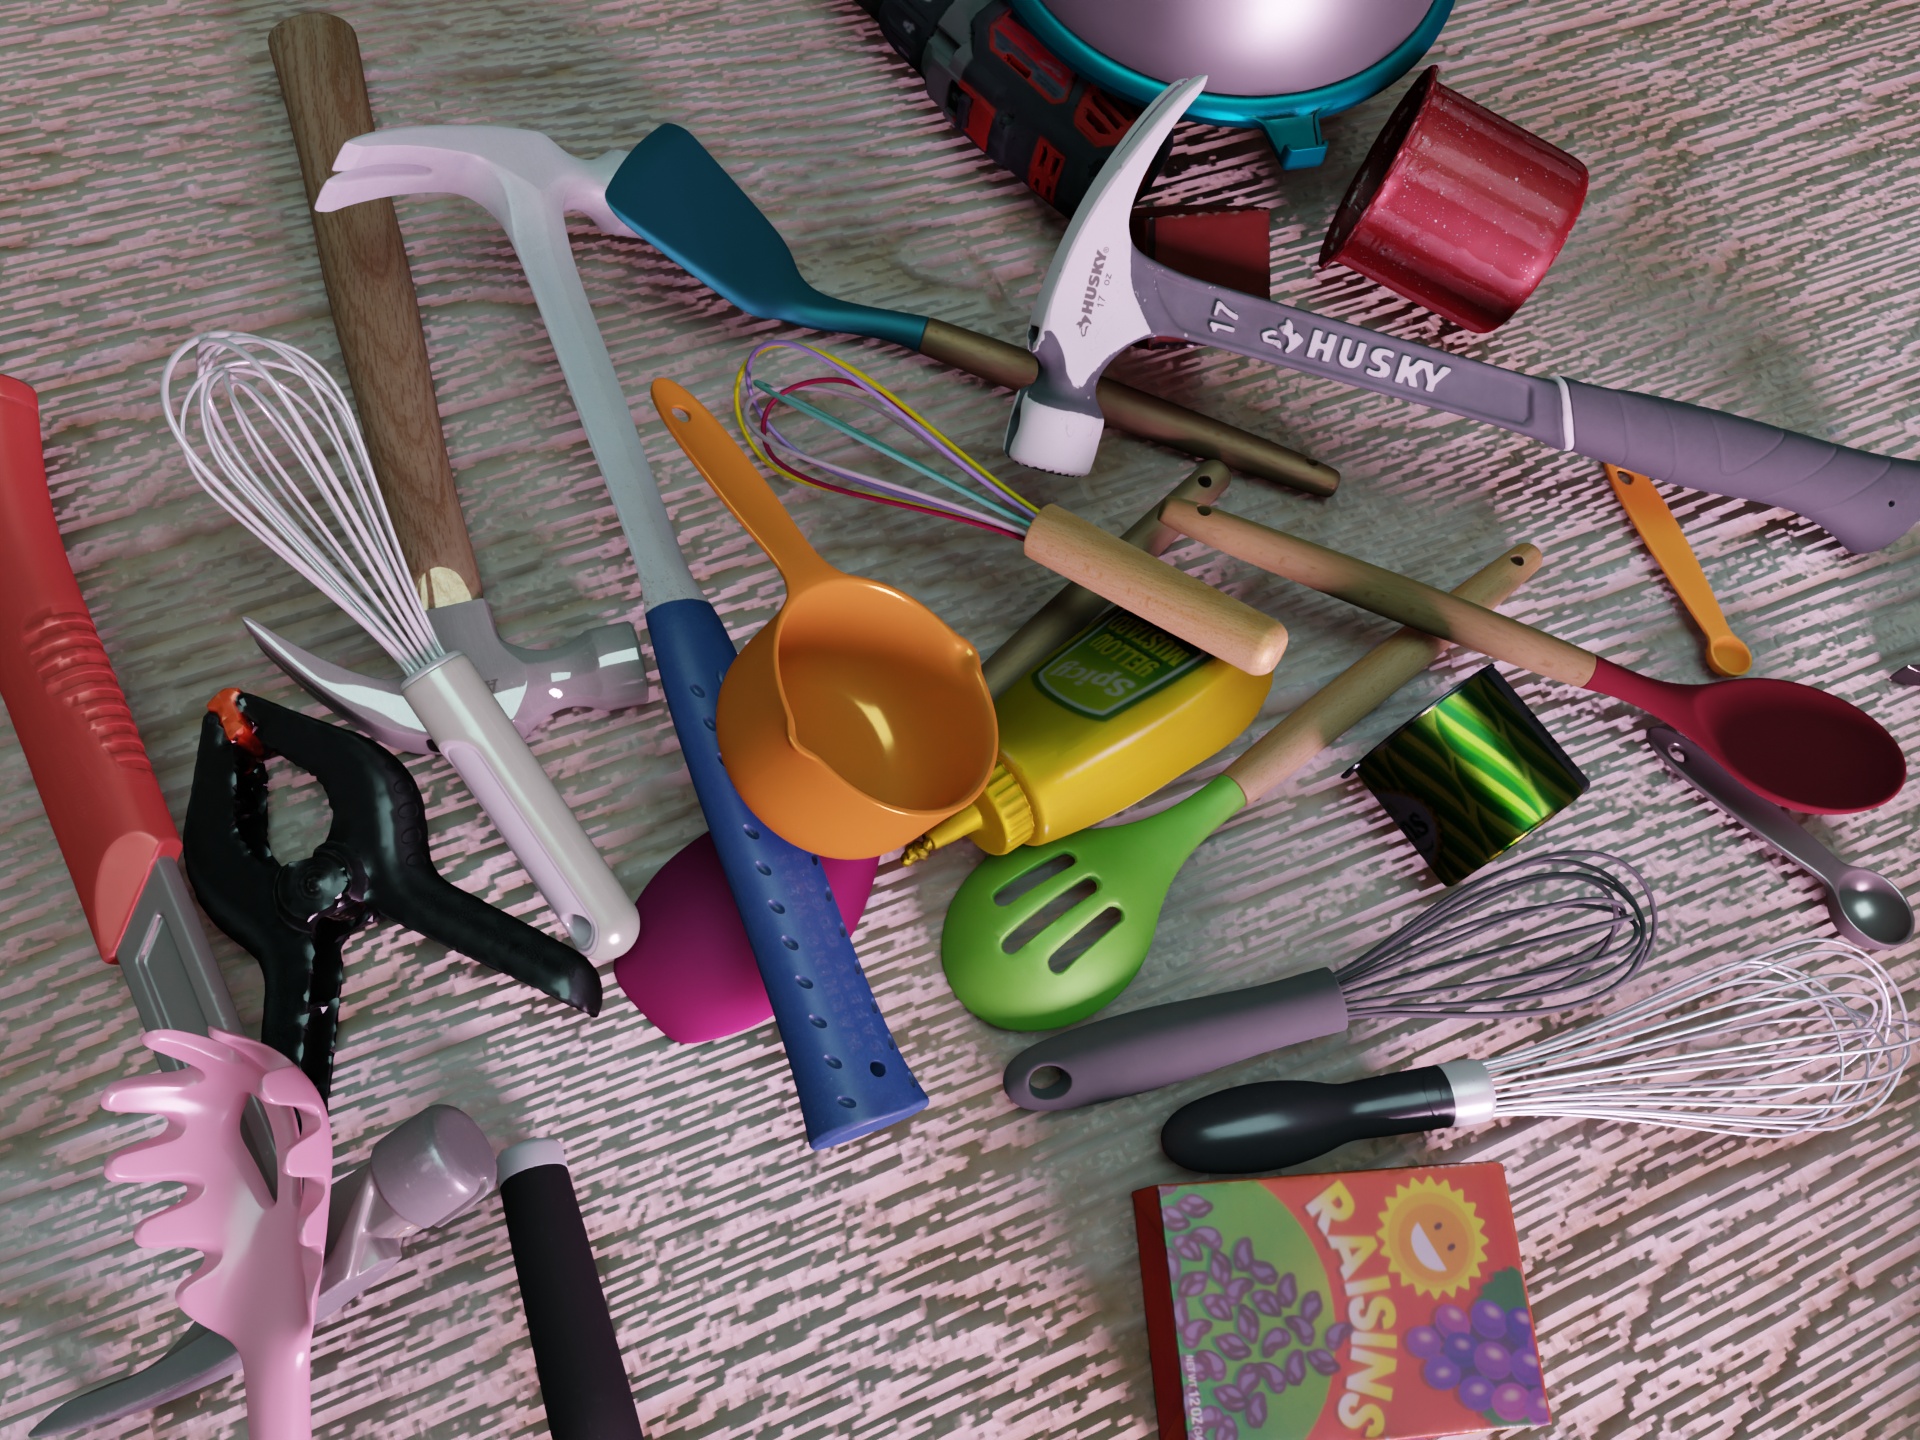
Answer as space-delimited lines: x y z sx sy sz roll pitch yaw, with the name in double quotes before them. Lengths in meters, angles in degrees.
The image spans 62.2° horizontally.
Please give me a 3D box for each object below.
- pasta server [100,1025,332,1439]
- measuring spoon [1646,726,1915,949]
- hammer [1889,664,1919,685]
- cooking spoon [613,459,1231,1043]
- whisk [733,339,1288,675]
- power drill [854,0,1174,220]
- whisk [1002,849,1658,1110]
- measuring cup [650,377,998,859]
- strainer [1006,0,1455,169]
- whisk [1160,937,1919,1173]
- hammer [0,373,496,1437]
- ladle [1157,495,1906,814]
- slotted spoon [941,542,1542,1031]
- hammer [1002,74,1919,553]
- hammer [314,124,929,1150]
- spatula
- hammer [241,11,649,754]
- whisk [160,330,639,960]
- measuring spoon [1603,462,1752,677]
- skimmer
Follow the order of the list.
"pasta server" -0.183 0.238 0.422 0.060 0.040 0.316 -7 86 18
"measuring spoon" 0.326 0.047 0.642 0.124 0.018 0.034 43 56 16
"hammer" 0.405 0.152 0.597 0.143 0.038 0.386 22 66 1
"cooking spoon" -0.001 -0.002 0.603 0.069 0.017 0.319 43 69 9
"whisk" 0.011 -0.078 0.597 0.245 0.051 0.047 30 88 20
"power drill" 0.068 -0.345 0.725 0.227 0.080 0.188 -42 79 -18
"whisk" 0.130 0.095 0.559 0.239 0.055 0.055 -15 71 -3
"measuring cup" -0.061 -0.032 0.529 0.173 0.052 0.095 54 42 5
"strainer" 0.063 -0.391 0.652 0.340 0.095 0.211 33 73 5
"whisk" 0.209 0.127 0.569 0.284 0.070 0.070 -7 69 -7
"hammer" -0.285 0.033 0.516 0.149 0.036 0.359 -33 72 4
"ladle" 0.225 -0.028 0.628 0.315 0.031 0.069 20 48 -6
"slotted spoon" 0.121 0.011 0.614 0.314 0.031 0.070 -35 69 -22
"hammer" 0.225 -0.133 0.640 0.408 0.036 0.149 10 105 -17
"hammer" -0.109 -0.048 0.564 0.144 0.035 0.406 -7 67 -43
"spatula" 0.012 -0.158 0.655 0.317 0.044 0.082 20 42 -3
"hammer" -0.225 -0.140 0.616 0.130 0.031 0.331 -14 71 -15
"whisk" -0.182 -0.023 0.532 0.246 0.058 0.059 57 42 -6
"measuring spoon" 0.306 -0.068 0.687 0.021 0.011 0.117 -12 67 -20
"skimmer" -0.078 0.303 0.462 0.127 0.090 0.364 -18 62 -12
